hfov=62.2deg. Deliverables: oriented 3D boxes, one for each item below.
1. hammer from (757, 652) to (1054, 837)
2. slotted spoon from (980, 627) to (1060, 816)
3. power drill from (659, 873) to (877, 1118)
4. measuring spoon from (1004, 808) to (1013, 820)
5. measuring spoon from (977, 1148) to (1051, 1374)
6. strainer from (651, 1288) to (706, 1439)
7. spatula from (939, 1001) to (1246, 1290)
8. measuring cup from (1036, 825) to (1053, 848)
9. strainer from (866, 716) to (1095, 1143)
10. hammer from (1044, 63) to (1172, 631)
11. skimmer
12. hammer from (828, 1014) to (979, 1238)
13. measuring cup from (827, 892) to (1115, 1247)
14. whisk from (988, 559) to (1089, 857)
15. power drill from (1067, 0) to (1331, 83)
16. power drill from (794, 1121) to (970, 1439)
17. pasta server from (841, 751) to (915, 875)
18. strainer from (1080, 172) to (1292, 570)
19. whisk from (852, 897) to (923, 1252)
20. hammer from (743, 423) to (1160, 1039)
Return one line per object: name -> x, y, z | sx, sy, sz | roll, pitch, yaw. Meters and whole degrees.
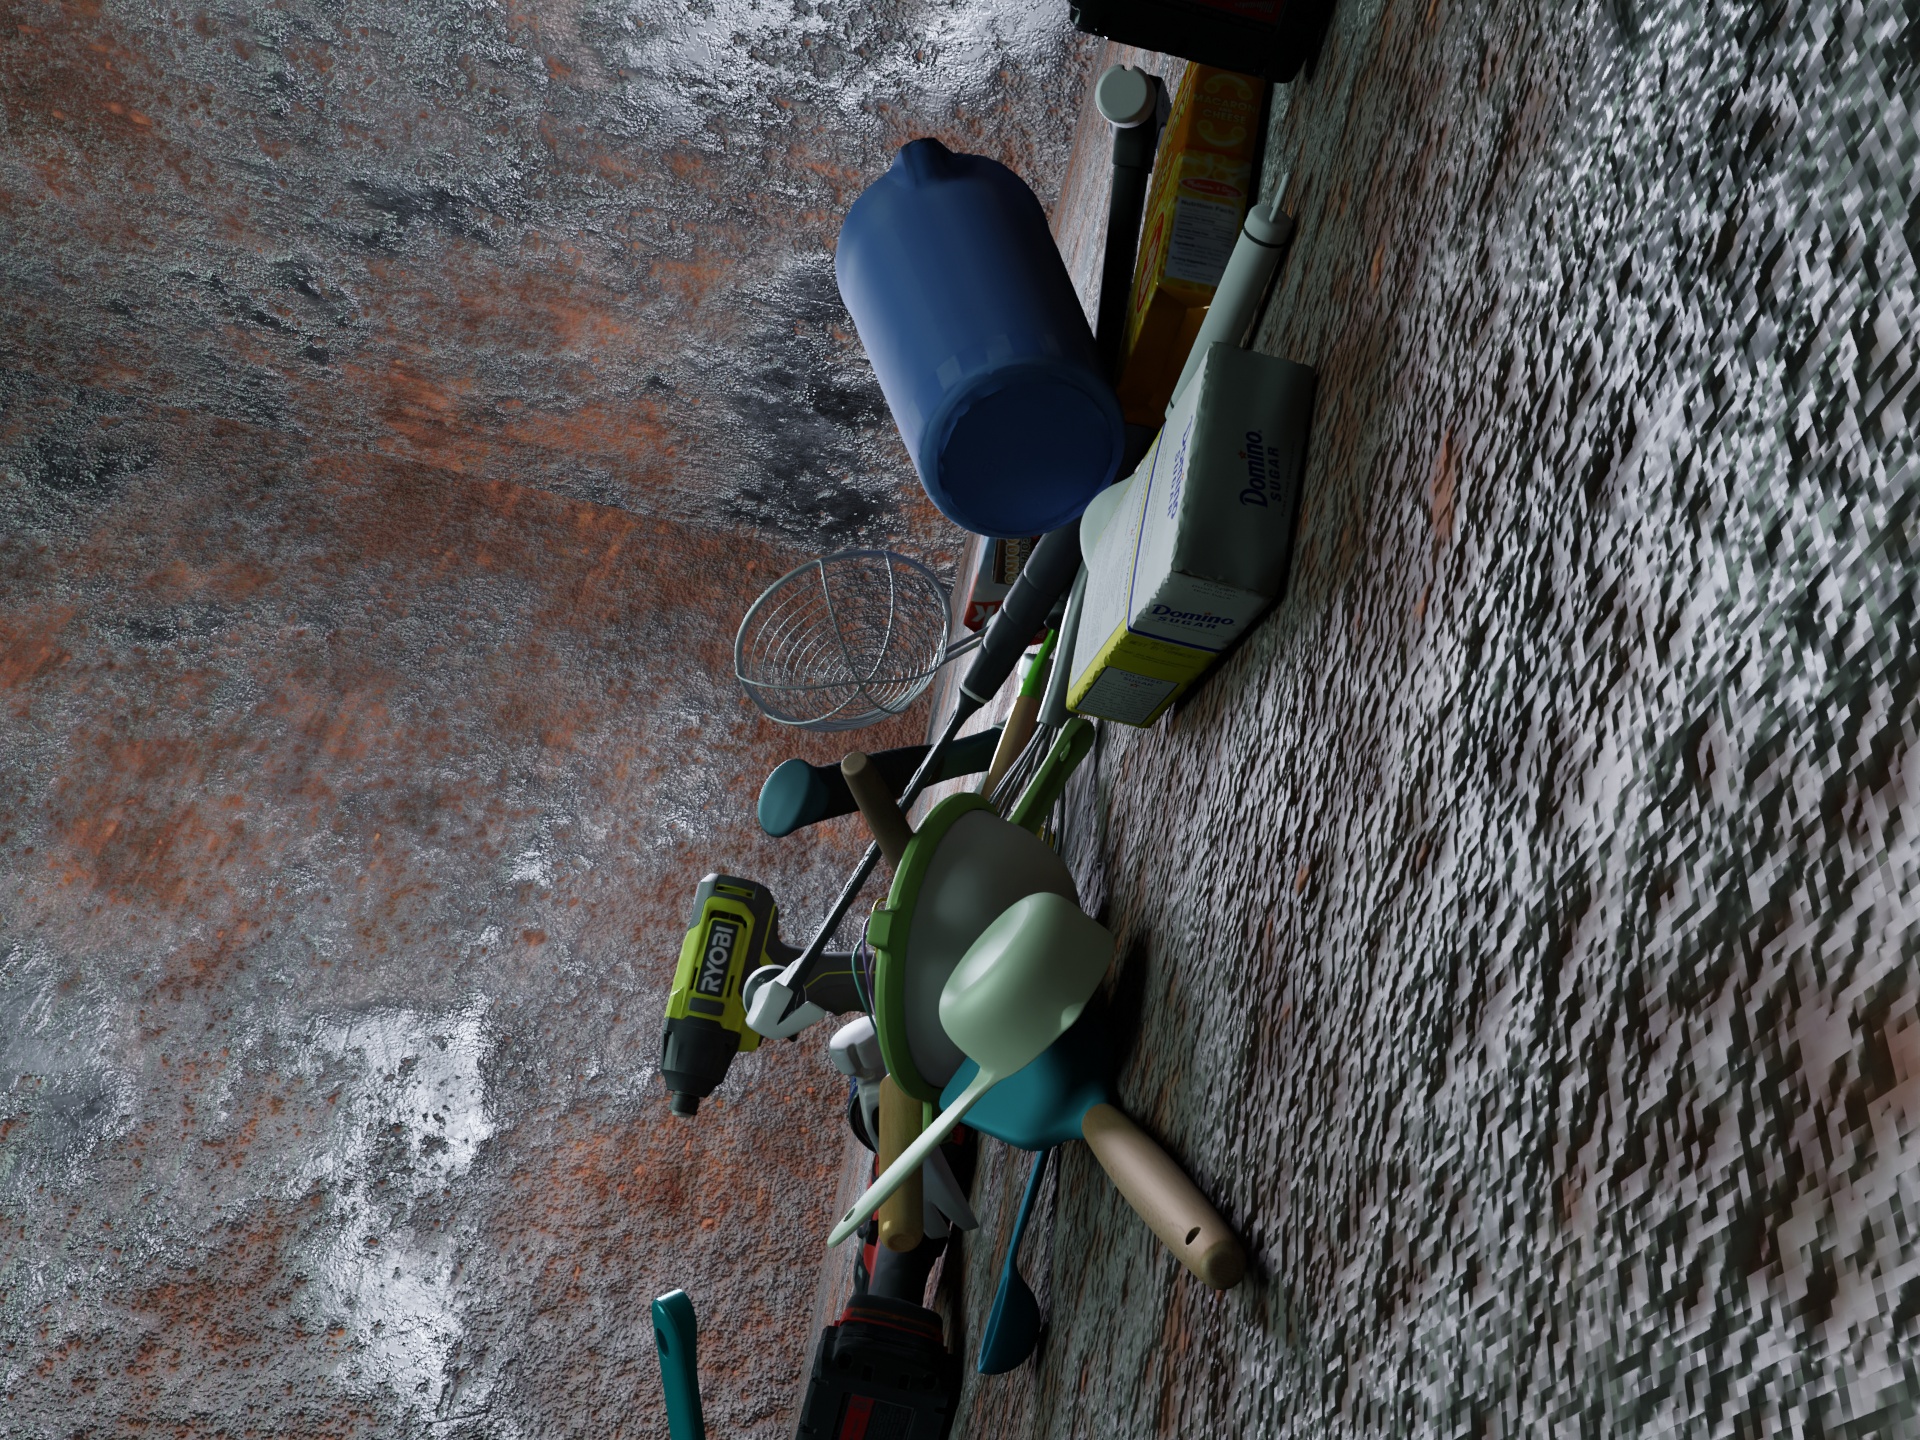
hammer -> -0.026, 0.029, 1.022 | 0.331, 0.033, 0.128 | -12, -60, -62
slotted spoon -> 0.036, 0.010, 1.022 | 0.070, 0.031, 0.314 | 107, -178, -60
power drill -> -0.100, 0.218, 1.153 | 0.080, 0.223, 0.171 | 112, 171, -72
measuring spoon -> 0.046, 0.052, 1.192 | 0.034, 0.018, 0.124 | 106, -178, -45
measuring spoon -> 0.035, 0.227, 0.701 | 0.042, 0.021, 0.129 | 105, -175, -48
strainer -> -0.098, 0.419, 0.821 | 0.211, 0.095, 0.340 | 22, 122, 49
spatula -> 0.044, 0.141, 0.554 | 0.082, 0.044, 0.317 | -51, 2, -6
measuring cup -> 0.022, 0.092, 1.036 | 0.156, 0.029, 0.062 | 171, 116, -75
strainer -> 0.041, 0.081, 0.801 | 0.256, 0.069, 0.151 | -56, -36, -45
hammer -> 0.089, -0.216, 0.979 | 0.146, 0.035, 0.334 | -41, -41, -72
skimmer -> -0.016, -0.070, 1.026 | 0.127, 0.090, 0.363 | -52, -9, 23
hammer -> -0.002, 0.173, 1.071 | 0.386, 0.038, 0.143 | -66, -46, -67
measuring cup -> -0.006, 0.137, 0.639 | 0.167, 0.038, 0.083 | -47, 6, -8
whisk -> 0.054, 0.001, 0.933 | 0.055, 0.055, 0.239 | -144, 71, -86
power drill -> 0.107, -0.376, 0.763 | 0.220, 0.143, 0.078 | -95, 18, -57
power drill -> -0.047, 0.374, 0.985 | 0.227, 0.080, 0.187 | -78, 2, -66
pasta server -> -0.014, 0.111, 0.817 | 0.315, 0.040, 0.060 | 67, -164, -51
strainer -> 0.101, -0.138, 0.739 | 0.087, 0.050, 0.258 | -60, -7, -45
whisk -> -0.035, 0.174, 0.833 | 0.245, 0.051, 0.047 | -94, -2, -59
hammer -> -0.001, -0.003, 0.878 | 0.409, 0.036, 0.149 | -59, 5, -8
